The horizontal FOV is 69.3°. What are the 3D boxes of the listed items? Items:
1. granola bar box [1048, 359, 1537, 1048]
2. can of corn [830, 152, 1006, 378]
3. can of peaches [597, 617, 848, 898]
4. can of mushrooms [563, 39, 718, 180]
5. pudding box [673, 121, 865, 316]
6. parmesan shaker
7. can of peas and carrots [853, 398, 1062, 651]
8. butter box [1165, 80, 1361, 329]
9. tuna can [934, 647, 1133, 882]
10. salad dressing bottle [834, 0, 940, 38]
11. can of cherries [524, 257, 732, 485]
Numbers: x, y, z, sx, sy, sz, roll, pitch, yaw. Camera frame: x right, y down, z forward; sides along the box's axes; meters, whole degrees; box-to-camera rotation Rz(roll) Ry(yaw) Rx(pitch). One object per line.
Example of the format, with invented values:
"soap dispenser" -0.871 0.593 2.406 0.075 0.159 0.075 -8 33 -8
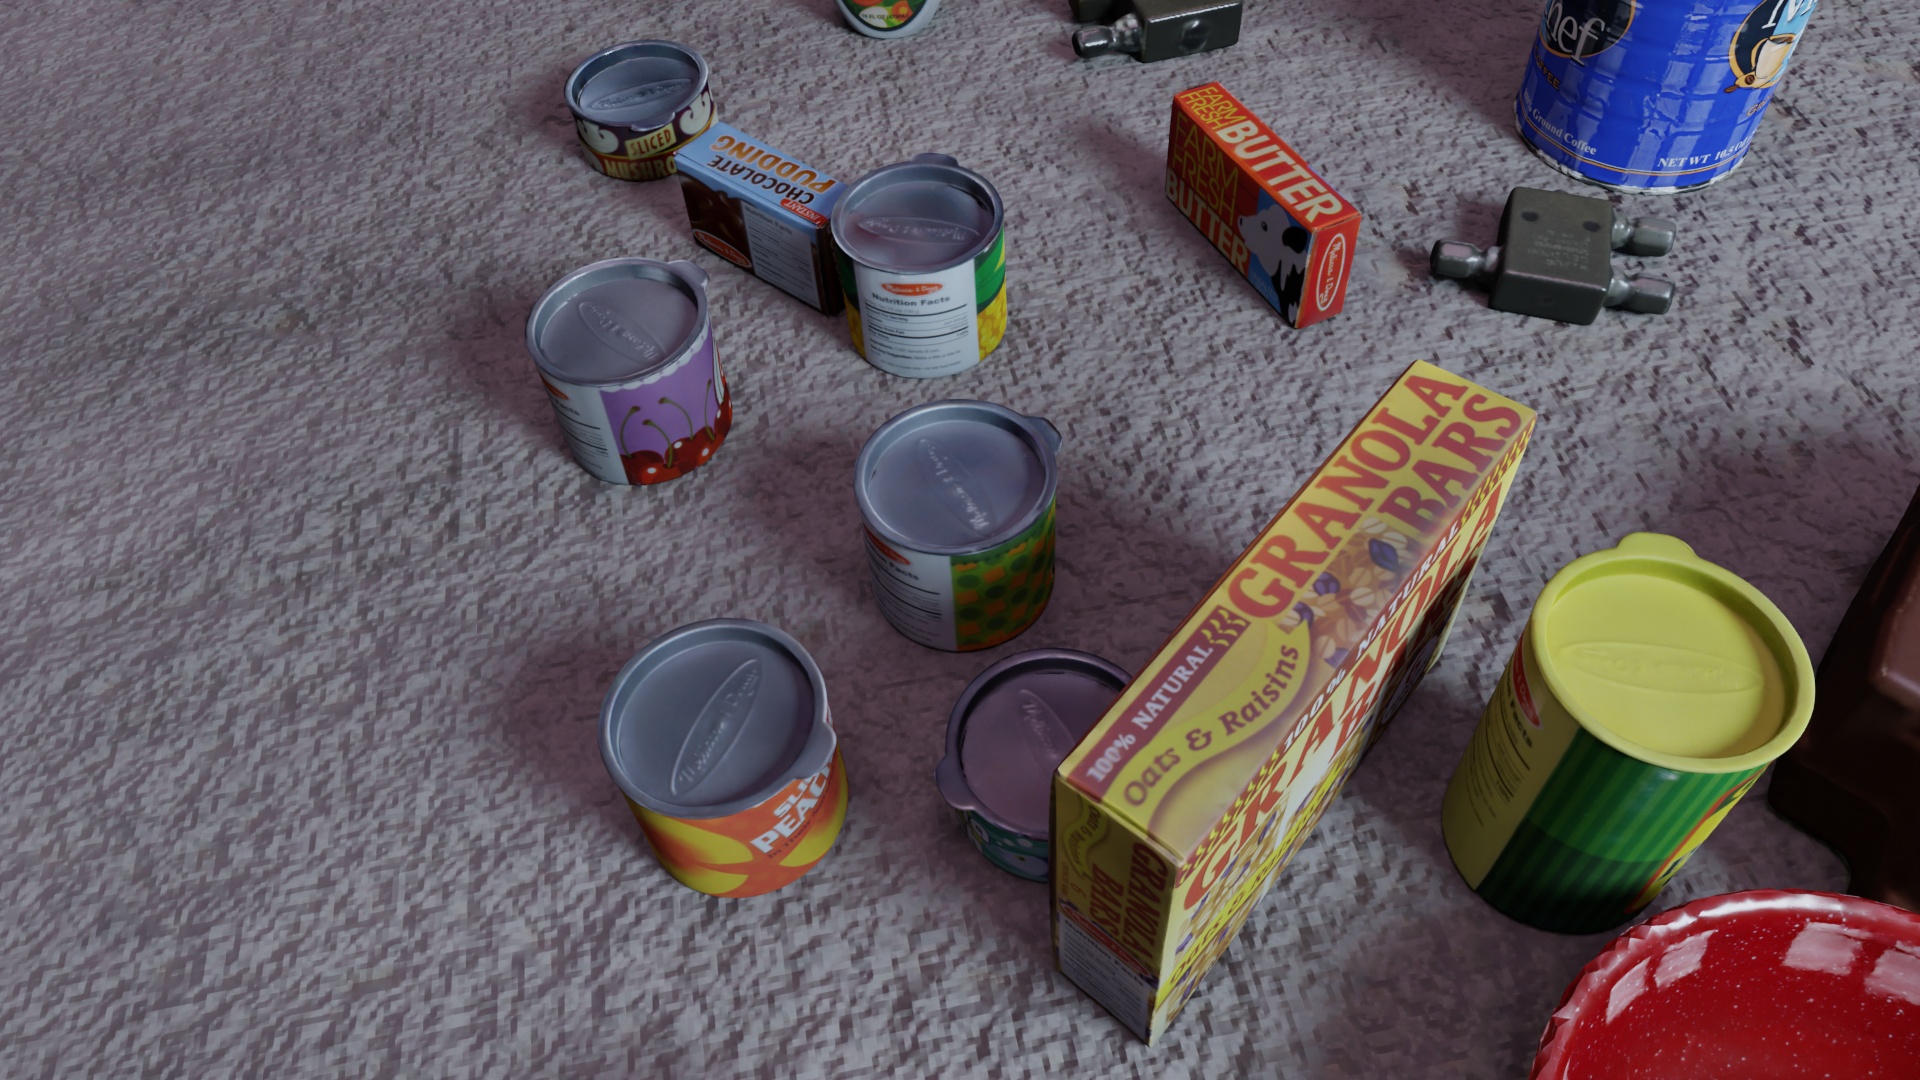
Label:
"granola bar box" 0.089 0.045 0.386 0.039 0.123 0.166 32 61 25
"can of corn" -0.014 -0.109 0.552 0.071 0.058 0.071 -2 52 2
"can of peaches" -0.067 0.067 0.420 0.071 0.057 0.071 -2 52 2
"can of mushrooms" -0.147 -0.199 0.646 0.071 0.033 0.071 -2 52 2
"pudding box" -0.078 -0.135 0.582 0.084 0.049 0.030 31 60 24
"parmesan shaker" 0.179 0.056 0.385 0.071 0.102 0.072 -2 52 2
"can of peas and carrots" 0.002 -0.006 0.472 0.071 0.058 0.071 -2 52 2
"butter box" 0.121 -0.139 0.571 0.024 0.052 0.104 -23 54 -14
"tuna can" 0.027 0.070 0.428 0.071 0.032 0.071 -2 52 2
"salad dressing bottle" -0.039 -0.314 0.656 0.064 0.147 0.044 1 53 4
"can of cherries" -0.121 -0.064 0.524 0.071 0.058 0.072 -2 52 2
